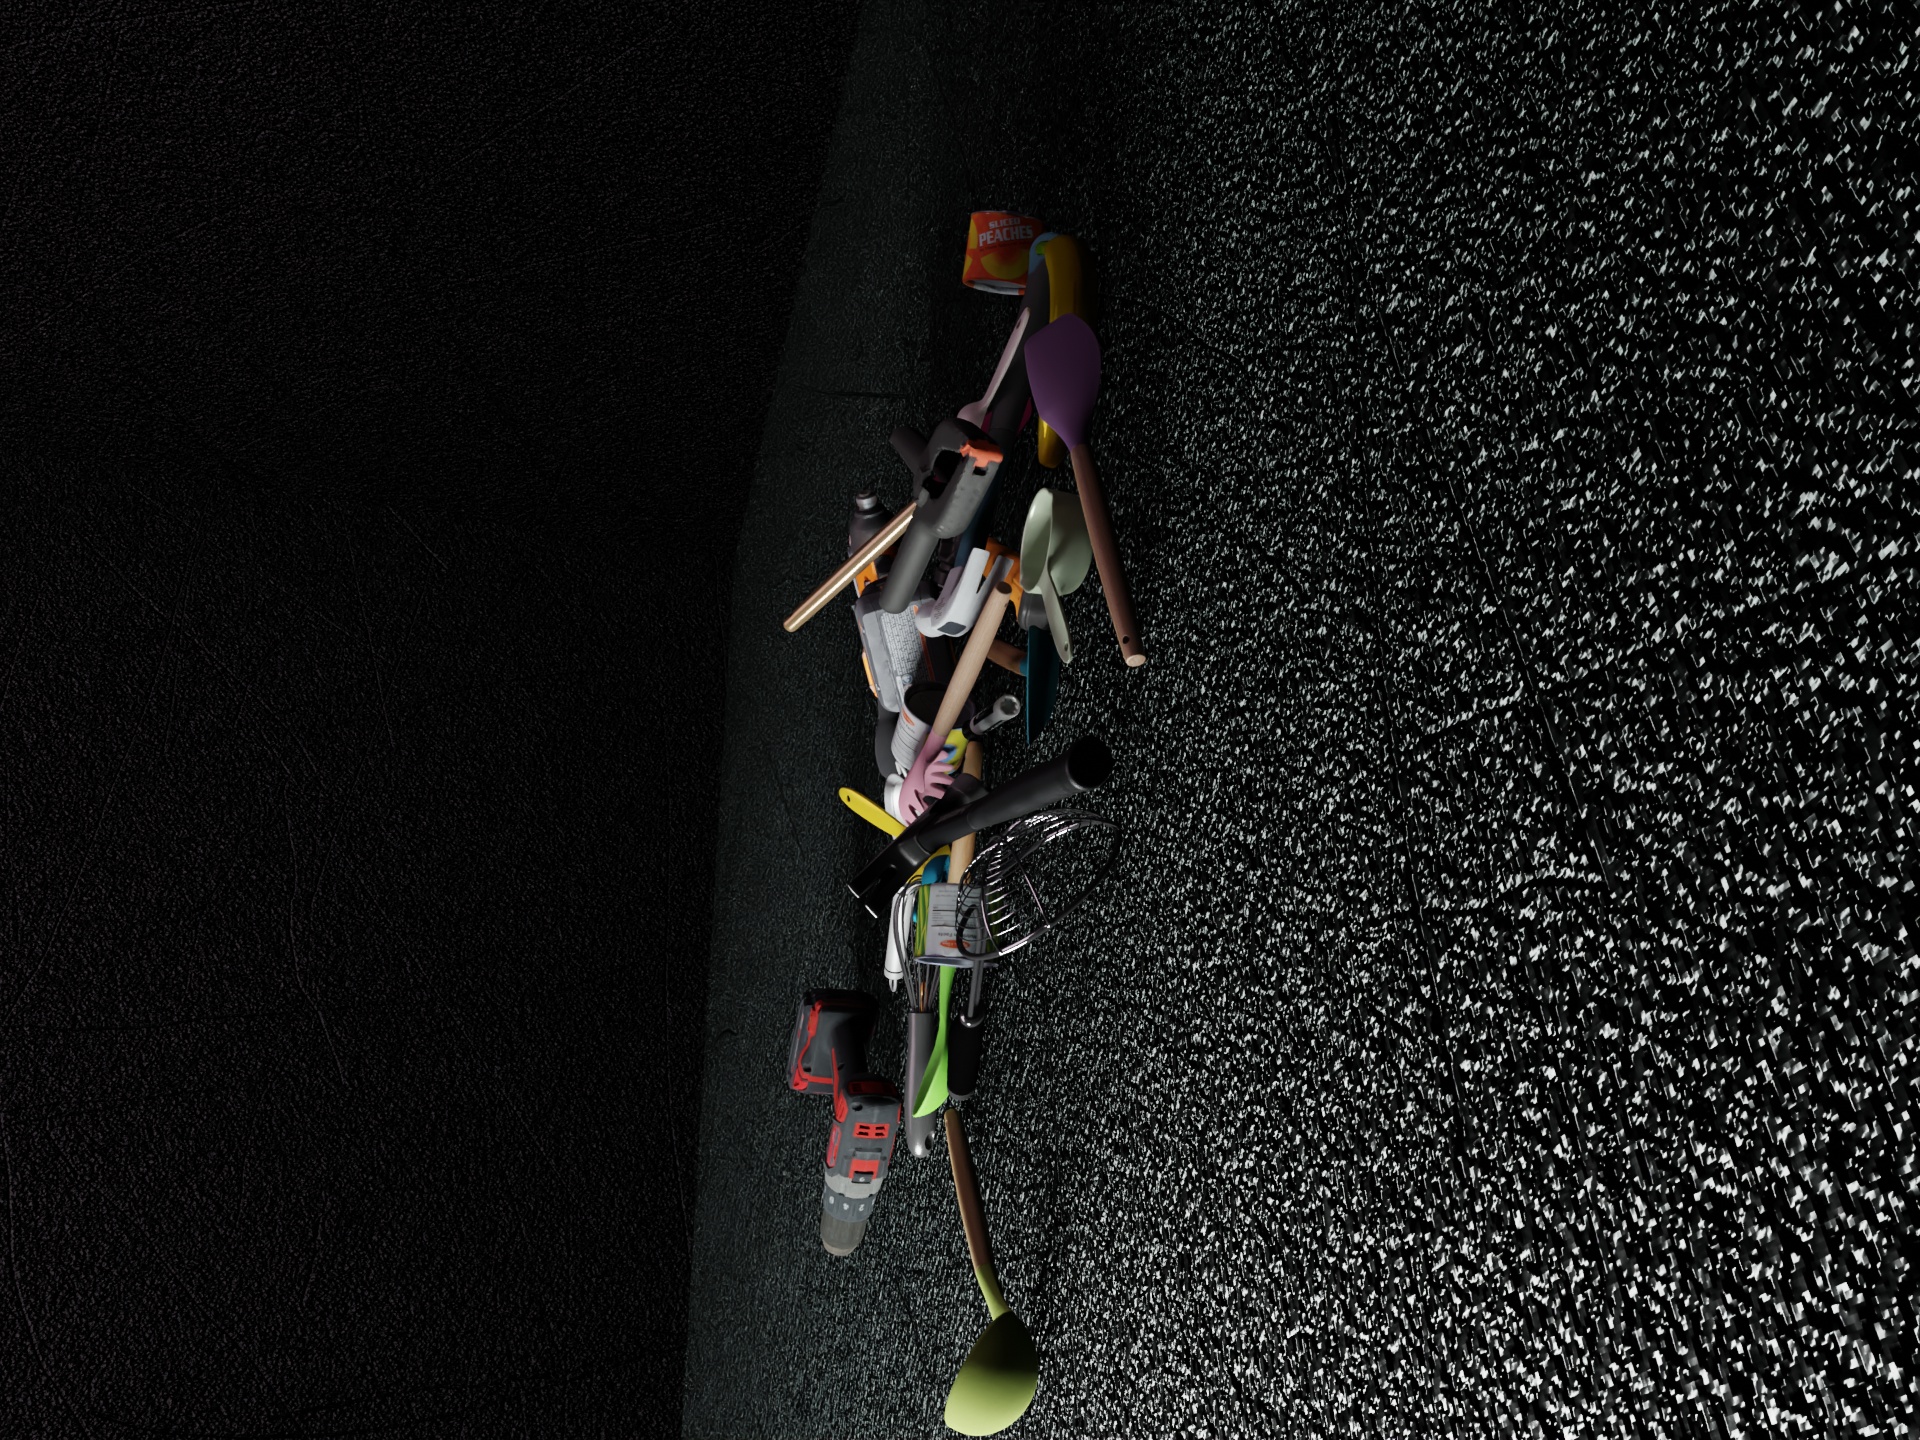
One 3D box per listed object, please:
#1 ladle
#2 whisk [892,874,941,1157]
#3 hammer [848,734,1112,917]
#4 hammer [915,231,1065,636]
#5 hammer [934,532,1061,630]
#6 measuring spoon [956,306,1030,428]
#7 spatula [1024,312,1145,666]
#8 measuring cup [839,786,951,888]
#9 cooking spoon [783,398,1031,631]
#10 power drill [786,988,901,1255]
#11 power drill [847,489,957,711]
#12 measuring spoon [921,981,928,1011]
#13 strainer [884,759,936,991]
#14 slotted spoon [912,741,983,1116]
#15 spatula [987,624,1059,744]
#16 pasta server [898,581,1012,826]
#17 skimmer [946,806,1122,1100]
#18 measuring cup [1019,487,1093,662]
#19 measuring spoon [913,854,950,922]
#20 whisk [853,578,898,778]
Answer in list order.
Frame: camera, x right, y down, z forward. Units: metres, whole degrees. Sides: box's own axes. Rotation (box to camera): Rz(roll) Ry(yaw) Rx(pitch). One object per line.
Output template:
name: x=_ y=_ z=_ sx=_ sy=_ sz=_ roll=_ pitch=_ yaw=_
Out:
ladle: x=0.003 y=0.372 z=1.128 sx=0.320 sy=0.062 sz=0.078 roll=-110 pitch=33 yaw=-68
whisk: x=-0.033 y=0.252 z=1.364 sx=0.055 sy=0.055 sz=0.239 roll=152 pitch=120 yaw=-74
hammer: x=0.019 y=0.067 z=1.155 sx=0.146 sy=0.035 sz=0.335 roll=-44 pitch=5 yaw=-24
hammer: x=0.033 y=-0.229 z=1.274 sx=0.128 sy=0.033 sz=0.331 roll=180 pitch=106 yaw=-72
hammer: x=0.030 y=-0.142 z=1.333 sx=0.337 sy=0.034 sz=0.127 roll=-124 pitch=42 yaw=-70
measuring spoon: x=0.023 y=-0.274 z=1.256 sx=0.034 sy=0.018 sz=0.124 roll=-94 pitch=26 yaw=-51
spatula: x=0.089 y=-0.166 z=1.080 sx=0.060 sy=0.018 sz=0.316 roll=-29 pitch=51 yaw=26
measuring cup: x=-0.068 y=0.102 z=1.445 sx=0.157 sy=0.029 sz=0.062 roll=31 pitch=128 yaw=37
cooking spoon: x=-0.050 y=-0.178 z=1.416 sx=0.319 sy=0.017 sz=0.069 roll=-39 pitch=35 yaw=25
power drill: x=-0.116 y=0.391 z=1.572 sx=0.227 sy=0.080 sz=0.187 roll=-119 pitch=38 yaw=-63
power drill: x=-0.066 y=-0.120 z=1.530 sx=0.227 sy=0.084 sz=0.164 roll=-110 pitch=6 yaw=-64
measuring spoon: x=-0.033 y=0.282 z=1.410 sx=0.021 sy=0.011 sz=0.117 roll=112 pitch=161 yaw=-45
strainer: x=-0.051 y=0.148 z=1.499 sx=0.087 sy=0.050 sz=0.258 roll=44 pitch=133 yaw=50
slotted spoon: x=-0.005 y=0.172 z=1.326 sx=0.070 sy=0.031 sz=0.314 roll=128 pitch=149 yaw=-78
spatula: x=0.036 y=-0.047 z=1.236 sx=0.318 sy=0.044 sz=0.082 roll=-143 pitch=52 yaw=-76
pasta server: x=-0.002 y=-0.004 z=1.277 sx=0.060 sy=0.040 sz=0.316 roll=-55 pitch=-6 yaw=-38
skimmer: x=0.037 y=0.187 z=1.103 sx=0.127 sy=0.090 sz=0.363 roll=-50 pitch=-21 yaw=-35
measuring cup: x=0.076 y=-0.096 z=1.114 sx=0.168 sy=0.038 sz=0.083 roll=-100 pitch=22 yaw=-46
measuring spoon: x=-0.031 y=0.141 z=1.305 sx=0.128 sy=0.021 sz=0.042 roll=-41 pitch=-43 yaw=-75
whisk: x=-0.079 y=-0.073 z=1.716 sx=0.070 sy=0.070 sz=0.285 roll=127 pitch=142 yaw=-64
